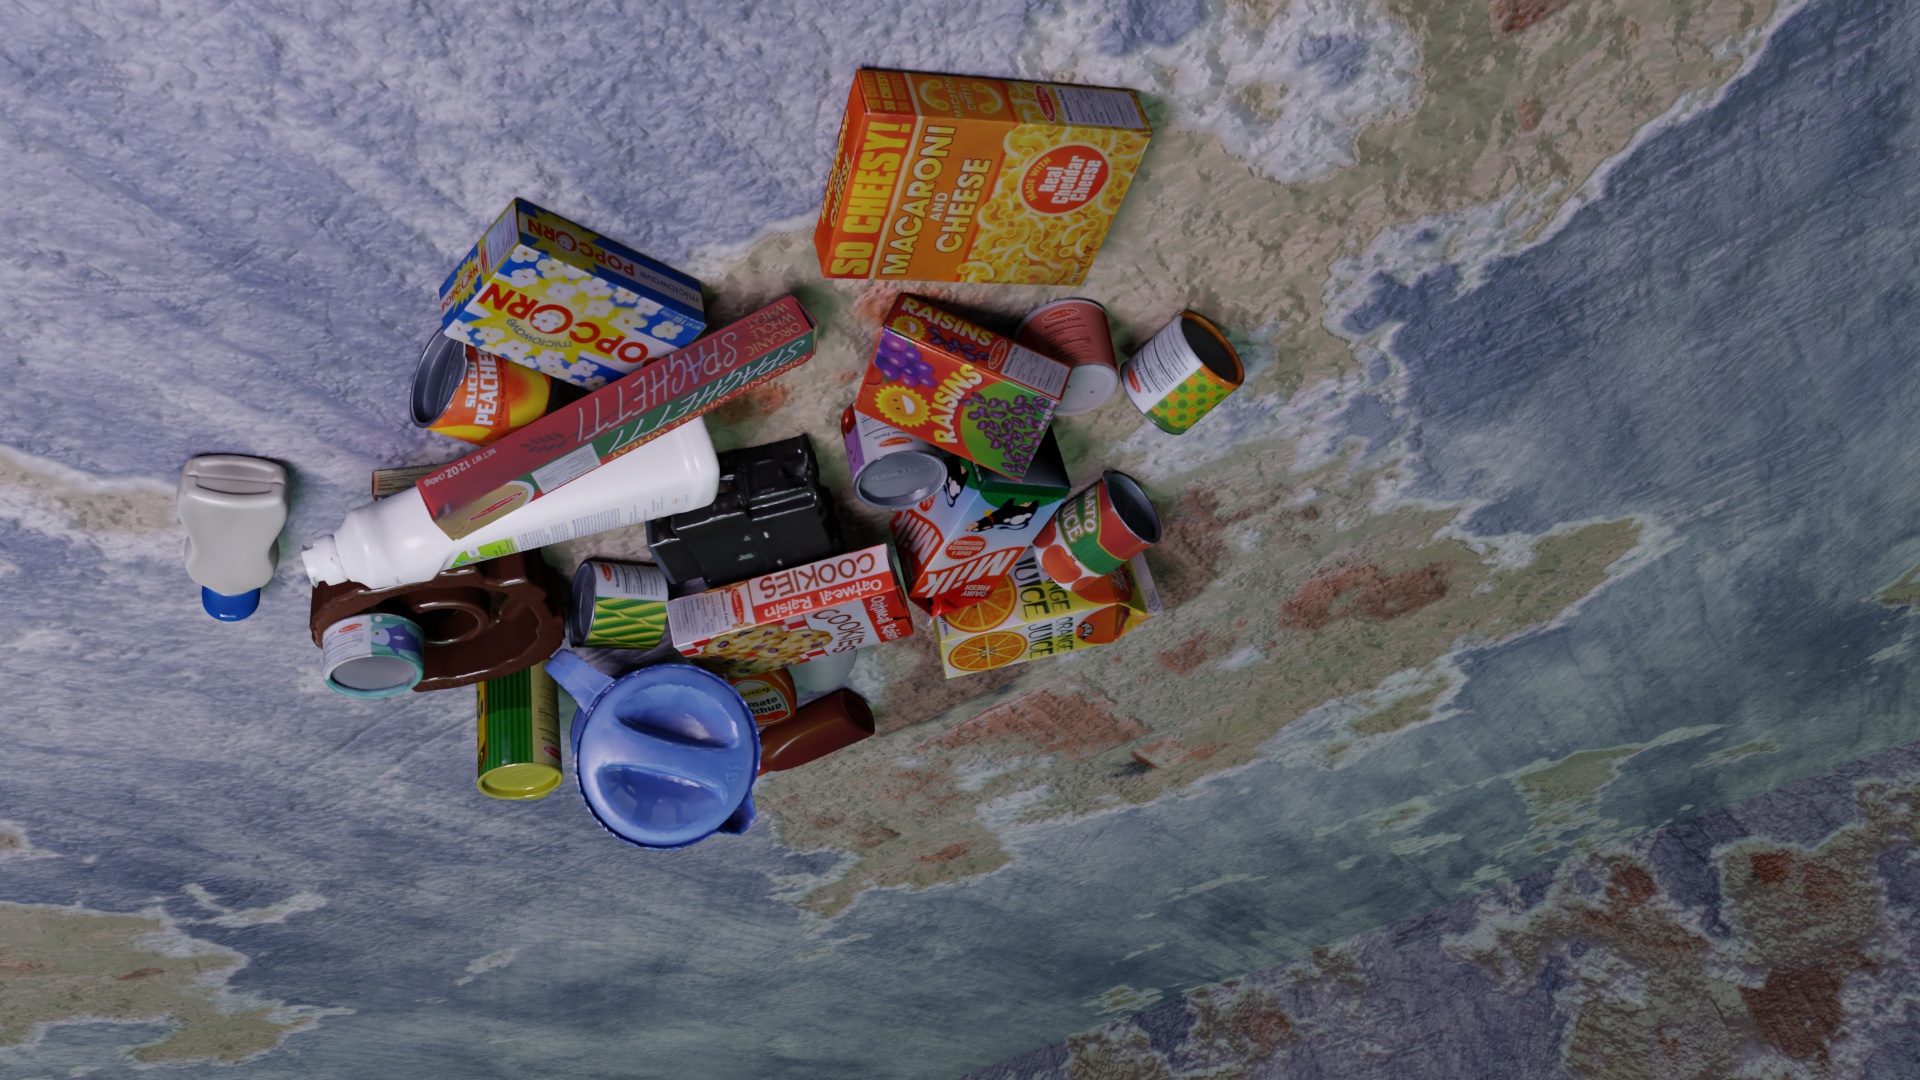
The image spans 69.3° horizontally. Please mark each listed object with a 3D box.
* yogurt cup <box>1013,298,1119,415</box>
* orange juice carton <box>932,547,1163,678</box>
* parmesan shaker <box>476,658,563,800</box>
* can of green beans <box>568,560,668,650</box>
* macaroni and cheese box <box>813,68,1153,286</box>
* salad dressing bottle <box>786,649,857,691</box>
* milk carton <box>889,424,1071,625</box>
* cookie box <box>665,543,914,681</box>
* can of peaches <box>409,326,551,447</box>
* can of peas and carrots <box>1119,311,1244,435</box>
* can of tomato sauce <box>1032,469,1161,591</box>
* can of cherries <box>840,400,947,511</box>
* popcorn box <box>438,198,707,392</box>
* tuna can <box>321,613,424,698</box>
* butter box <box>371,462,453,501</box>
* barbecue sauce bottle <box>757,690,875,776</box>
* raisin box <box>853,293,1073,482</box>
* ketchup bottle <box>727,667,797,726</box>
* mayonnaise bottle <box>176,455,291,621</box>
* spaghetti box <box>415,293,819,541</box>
[{"bbox_3d":[0.074,-0.122,0.938,0.072,0.054,0.072,-11,147,-7],"label":"yogurt cup"},{"bbox_3d":[0.071,0.052,1.190,0.193,0.072,0.072,-12,148,-3],"label":"orange juice carton"},{"bbox_3d":[-0.363,0.153,1.143,0.071,0.103,0.071,-10,147,-6],"label":"parmesan shaker"},{"bbox_3d":[-0.261,0.050,1.059,0.058,0.071,0.071,7,142,-31],"label":"can of green beans"},{"bbox_3d":[0.009,-0.204,0.798,0.167,0.040,0.123,-2,146,-20],"label":"macaroni and cheese box"},{"bbox_3d":[-0.119,0.073,1.175,0.064,0.044,0.146,-7,145,-11],"label":"salad dressing bottle"},{"bbox_3d":[0.004,-0.013,1.060,0.073,0.072,0.189,4,144,-27],"label":"milk carton"},{"bbox_3d":[-0.124,0.059,1.054,0.167,0.040,0.122,-14,160,-1],"label":"cookie box"},{"bbox_3d":[-0.285,-0.090,0.829,0.071,0.071,0.058,-36,142,31],"label":"can of peaches"},{"bbox_3d":[0.156,-0.116,0.969,0.071,0.071,0.058,15,137,-38],"label":"can of peas and carrots"},{"bbox_3d":[0.107,-0.007,1.118,0.083,0.071,0.071,-35,142,31],"label":"can of tomato sauce"},{"bbox_3d":[-0.048,-0.063,0.977,0.071,0.058,0.071,-11,148,-7],"label":"can of cherries"},{"bbox_3d":[-0.224,-0.136,0.811,0.126,0.038,0.085,21,134,-42],"label":"popcorn box"},{"bbox_3d":[-0.409,0.082,0.973,0.071,0.033,0.070,-11,149,-7],"label":"tuna can"},{"bbox_3d":[-0.339,-0.029,0.944,0.104,0.024,0.052,-7,146,-12],"label":"butter box"},{"bbox_3d":[-0.160,0.193,1.344,0.148,0.044,0.064,-25,146,18],"label":"barbecue sauce bottle"},{"bbox_3d":[0.000,-0.098,0.908,0.123,0.040,0.085,24,142,-1],"label":"raisin box"},{"bbox_3d":[-0.183,0.112,1.208,0.065,0.044,0.148,-7,147,-1],"label":"ketchup bottle"},{"bbox_3d":[-0.482,0.002,0.920,0.065,0.041,0.147,5,144,-26],"label":"mayonnaise bottle"},{"bbox_3d":[-0.200,-0.075,0.834,0.251,0.029,0.050,-30,170,-14],"label":"spaghetti box"}]
